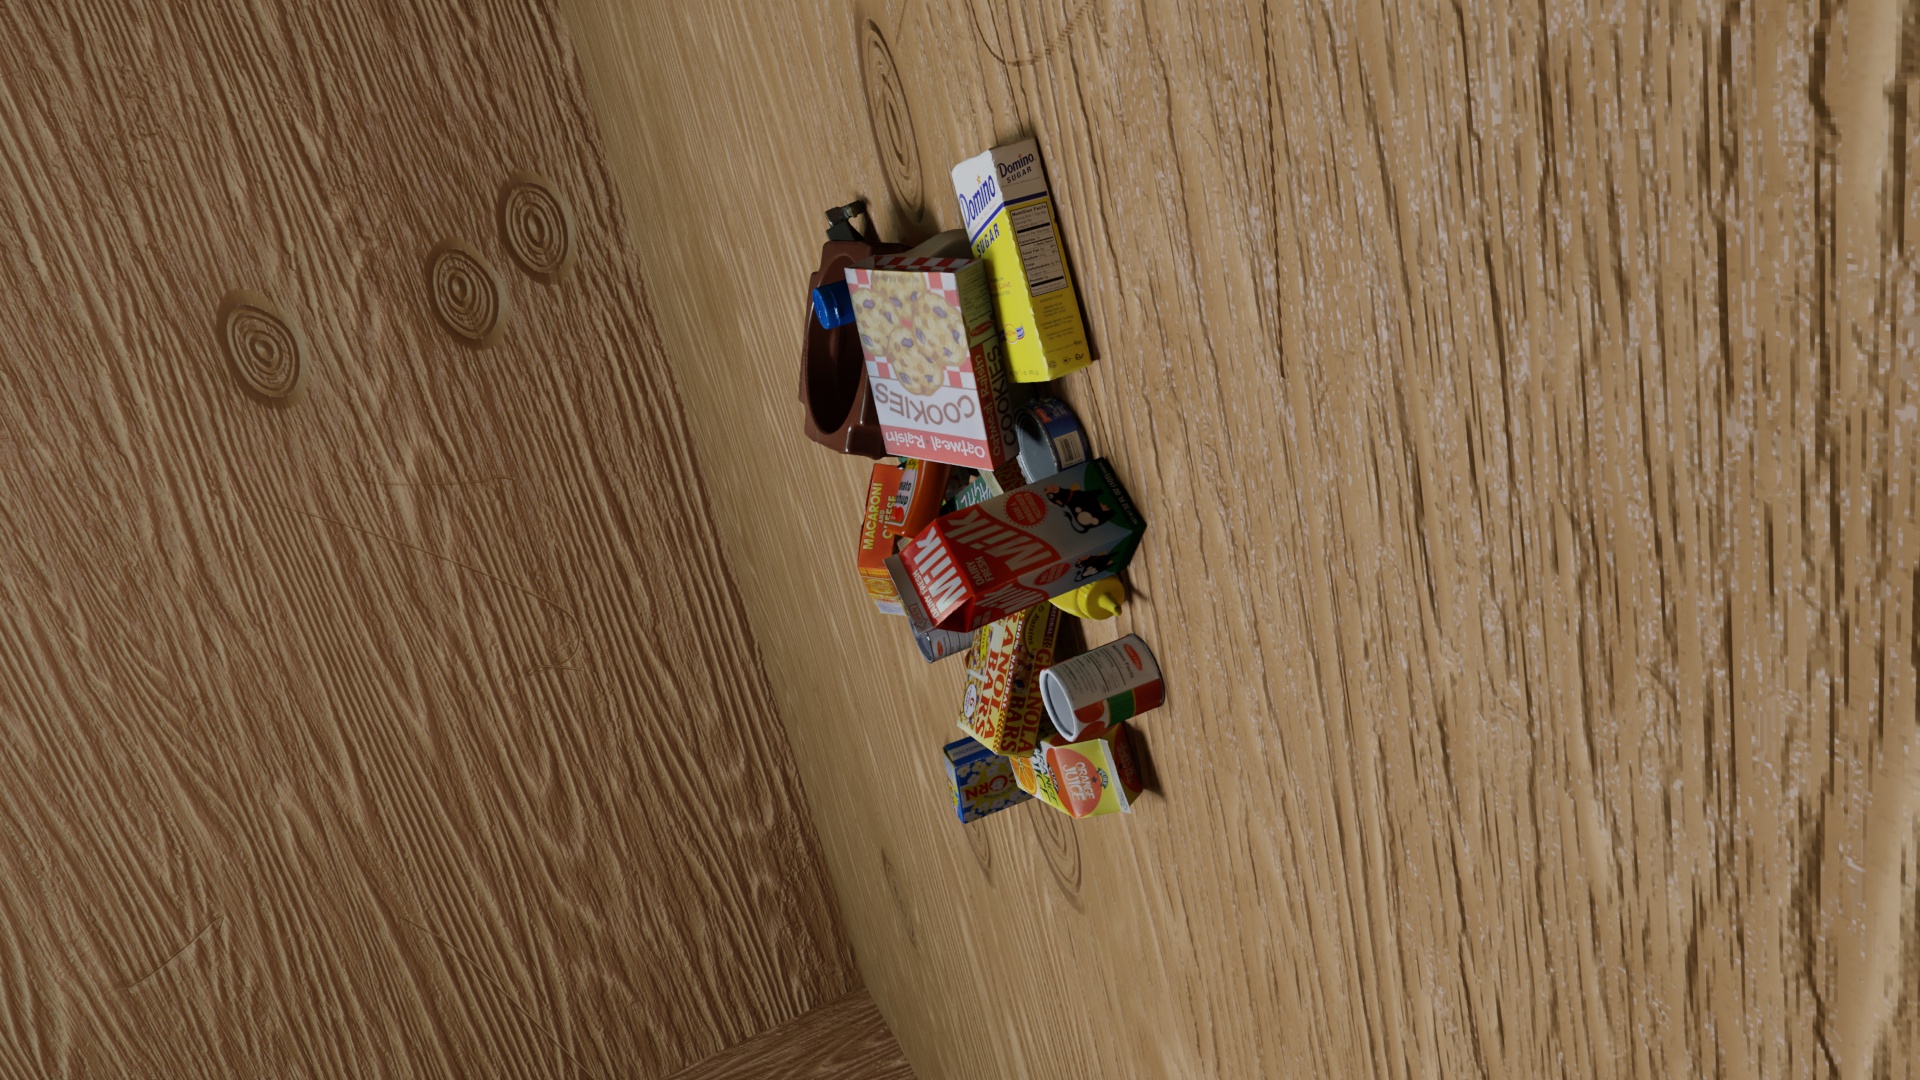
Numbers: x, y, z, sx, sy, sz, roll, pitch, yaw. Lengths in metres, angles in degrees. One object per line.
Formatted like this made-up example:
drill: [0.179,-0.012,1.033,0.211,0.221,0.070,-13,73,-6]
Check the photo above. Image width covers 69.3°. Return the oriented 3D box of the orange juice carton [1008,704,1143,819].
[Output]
orange juice carton: [0.108,0.205,1.303,0.192,0.073,0.071,-175,67,-72]

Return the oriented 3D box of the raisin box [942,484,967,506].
raisin box: [-0.005,0.014,1.459,0.085,0.040,0.123,-36,72,49]

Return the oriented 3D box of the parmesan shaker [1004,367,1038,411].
parmesan shaker: [0.016,-0.138,1.208,0.103,0.071,0.071,51,155,46]

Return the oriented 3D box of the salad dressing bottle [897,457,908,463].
salad dressing bottle: [-0.047,-0.134,1.458,0.146,0.044,0.064,94,153,-55]

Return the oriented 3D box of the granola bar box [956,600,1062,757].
granola bar box: [0.048,0.111,1.317,0.124,0.039,0.165,-165,86,-72]

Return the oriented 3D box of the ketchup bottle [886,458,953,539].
ketchup bottle: [-0.030,-0.073,1.349,0.065,0.043,0.149,-169,95,-70]

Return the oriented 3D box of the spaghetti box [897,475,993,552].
spaghetti box: [0.005,-0.017,1.353,0.249,0.029,0.050,-36,74,58]

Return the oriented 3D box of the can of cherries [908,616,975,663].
can of cherries: [-0.022,0.102,1.629,0.072,0.058,0.071,58,161,34]

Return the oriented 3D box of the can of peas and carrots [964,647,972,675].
can of peas and carrots: [0.039,0.146,1.462,0.071,0.071,0.058,-135,30,-55]

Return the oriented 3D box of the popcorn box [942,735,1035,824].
popcorn box: [0.049,0.232,1.433,0.038,0.127,0.084,-127,23,-51]

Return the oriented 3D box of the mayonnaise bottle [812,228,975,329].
mayonnaise bottle: [-0.051,-0.218,1.183,0.041,0.148,0.064,-132,27,-53]

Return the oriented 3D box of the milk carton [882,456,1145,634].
milk carton: [0.040,0.010,1.084,0.073,0.191,0.072,101,145,-61]

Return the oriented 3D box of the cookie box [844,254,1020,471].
cookie box: [-0.022,-0.145,1.126,0.123,0.040,0.166,12,124,41]

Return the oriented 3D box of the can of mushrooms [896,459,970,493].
can of mushrooms: [-0.027,-0.070,1.420,0.071,0.071,0.033,31,140,65]

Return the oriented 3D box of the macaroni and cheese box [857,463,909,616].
macaroni and cheese box: [-0.078,0.002,1.559,0.166,0.040,0.124,75,-158,-69]

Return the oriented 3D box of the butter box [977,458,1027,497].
butter box: [0.044,-0.068,1.226,0.104,0.053,0.024,61,159,25]

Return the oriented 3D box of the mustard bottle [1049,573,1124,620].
mustard bottle: [0.098,0.031,1.174,0.160,0.049,0.065,43,148,56]

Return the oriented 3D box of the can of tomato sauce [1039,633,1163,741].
can of tomato sauce: [0.117,0.124,1.161,0.071,0.083,0.071,161,89,-73]
